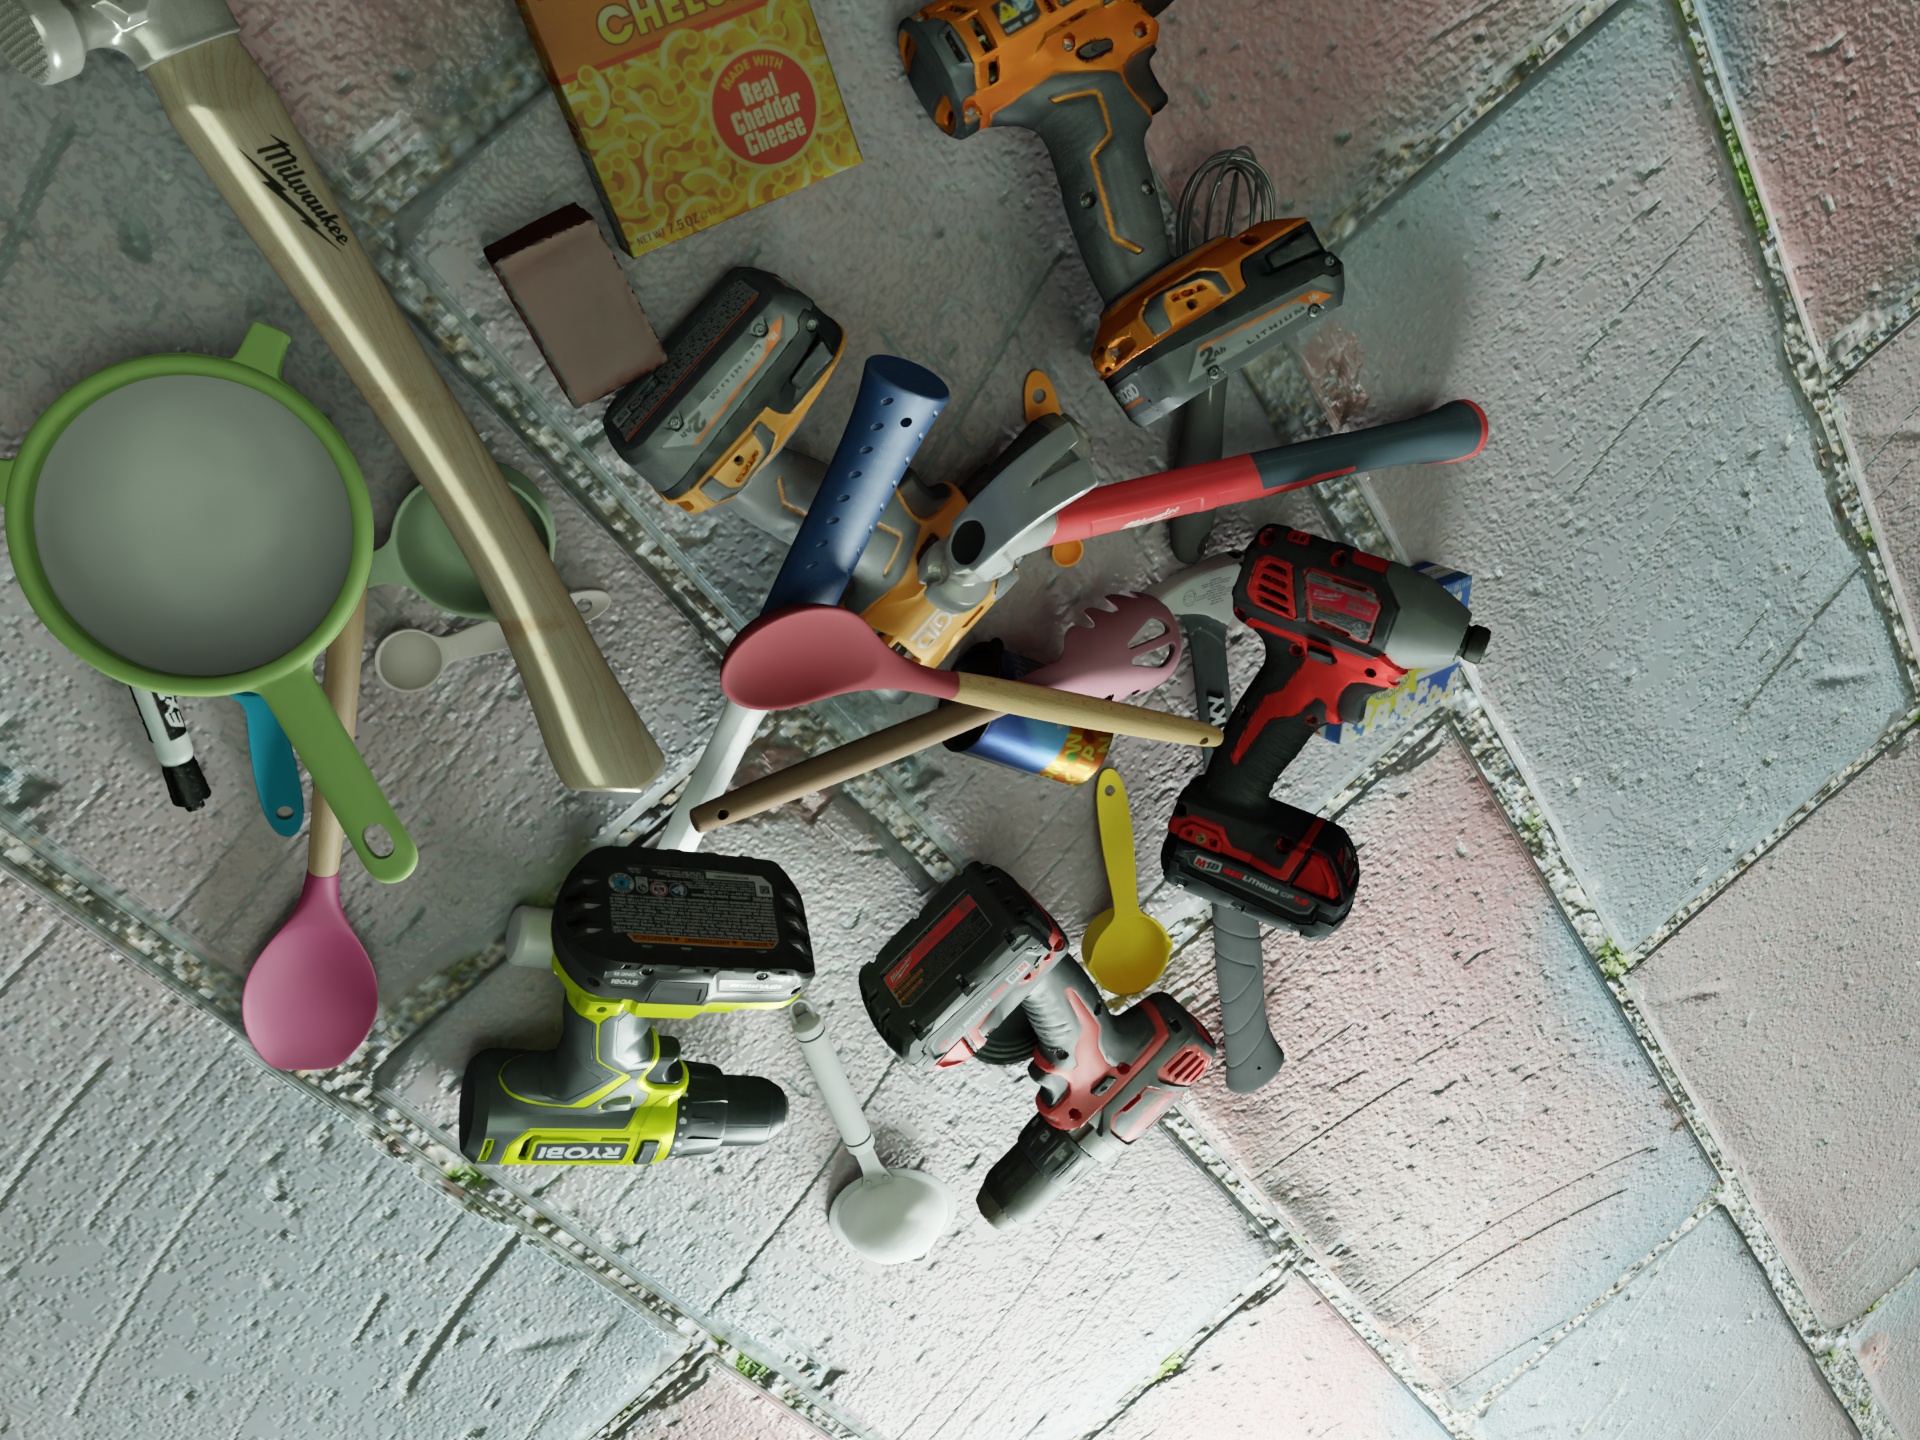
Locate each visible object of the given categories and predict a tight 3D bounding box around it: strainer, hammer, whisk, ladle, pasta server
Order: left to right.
[{"bbox_3d":[-0.319,-0.042,0.736,0.151,0.069,0.256,-28,103,-6],"label":"strainer"},{"bbox_3d":[-0.235,-0.143,0.709,0.146,0.038,0.410,-46,122,-36],"label":"hammer"},{"bbox_3d":[-0.106,-0.005,0.823,0.144,0.035,0.405,12,126,-29],"label":"hammer"},{"bbox_3d":[-0.065,0.281,1.037,0.087,0.050,0.258,-18,117,3],"label":"strainer"},{"bbox_3d":[-0.001,-0.003,0.854,0.316,0.040,0.060,-22,100,-25],"label":"pasta server"},{"bbox_3d":[0.018,-0.014,0.822,0.315,0.031,0.069,10,131,-33],"label":"ladle"},{"bbox_3d":[0.140,-0.199,0.895,0.055,0.055,0.238,-8,120,-19],"label":"whisk"},{"bbox_3d":[0.173,0.084,1.046,0.149,0.036,0.408,-18,119,-13],"label":"hammer"},{"bbox_3d":[0.165,-0.139,0.859,0.386,0.143,0.038,-17,79,-33],"label":"hammer"}]

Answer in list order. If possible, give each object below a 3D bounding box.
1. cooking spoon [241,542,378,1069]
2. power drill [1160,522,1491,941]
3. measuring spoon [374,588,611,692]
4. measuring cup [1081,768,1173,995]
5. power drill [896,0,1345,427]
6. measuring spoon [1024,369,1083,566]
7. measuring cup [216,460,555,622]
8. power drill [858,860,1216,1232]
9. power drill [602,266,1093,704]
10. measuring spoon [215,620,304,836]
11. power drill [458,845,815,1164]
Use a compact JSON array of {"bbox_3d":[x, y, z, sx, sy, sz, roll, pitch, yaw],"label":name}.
[{"bbox_3d":[-0.326,0.055,0.819,0.068,0.017,0.318,5,117,-22],"label":"cooking spoon"},{"bbox_3d":[0.208,0.007,0.925,0.143,0.078,0.219,21,111,17],"label":"power drill"},{"bbox_3d":[-0.243,-0.047,0.827,0.124,0.018,0.034,-20,119,-21],"label":"measuring spoon"},{"bbox_3d":[0.100,0.103,1.035,0.062,0.029,0.156,-13,106,-17],"label":"measuring cup"},{"bbox_3d":[0.094,-0.280,0.783,0.164,0.084,0.226,-32,96,-6],"label":"power drill"},{"bbox_3d":[0.051,-0.143,0.906,0.021,0.011,0.116,-18,115,-11],"label":"measuring spoon"},{"bbox_3d":[-0.282,-0.082,0.785,0.167,0.038,0.083,-13,118,1],"label":"measuring cup"},{"bbox_3d":[0.037,0.212,0.984,0.188,0.080,0.226,-45,125,2],"label":"power drill"},{"bbox_3d":[-0.046,-0.135,0.828,0.185,0.084,0.226,-47,126,4],"label":"power drill"},{"bbox_3d":[-0.351,0.003,0.804,0.042,0.021,0.128,-9,125,-19],"label":"measuring spoon"},{"bbox_3d":[-0.165,0.175,0.891,0.190,0.080,0.228,7,134,-24],"label":"power drill"}]
